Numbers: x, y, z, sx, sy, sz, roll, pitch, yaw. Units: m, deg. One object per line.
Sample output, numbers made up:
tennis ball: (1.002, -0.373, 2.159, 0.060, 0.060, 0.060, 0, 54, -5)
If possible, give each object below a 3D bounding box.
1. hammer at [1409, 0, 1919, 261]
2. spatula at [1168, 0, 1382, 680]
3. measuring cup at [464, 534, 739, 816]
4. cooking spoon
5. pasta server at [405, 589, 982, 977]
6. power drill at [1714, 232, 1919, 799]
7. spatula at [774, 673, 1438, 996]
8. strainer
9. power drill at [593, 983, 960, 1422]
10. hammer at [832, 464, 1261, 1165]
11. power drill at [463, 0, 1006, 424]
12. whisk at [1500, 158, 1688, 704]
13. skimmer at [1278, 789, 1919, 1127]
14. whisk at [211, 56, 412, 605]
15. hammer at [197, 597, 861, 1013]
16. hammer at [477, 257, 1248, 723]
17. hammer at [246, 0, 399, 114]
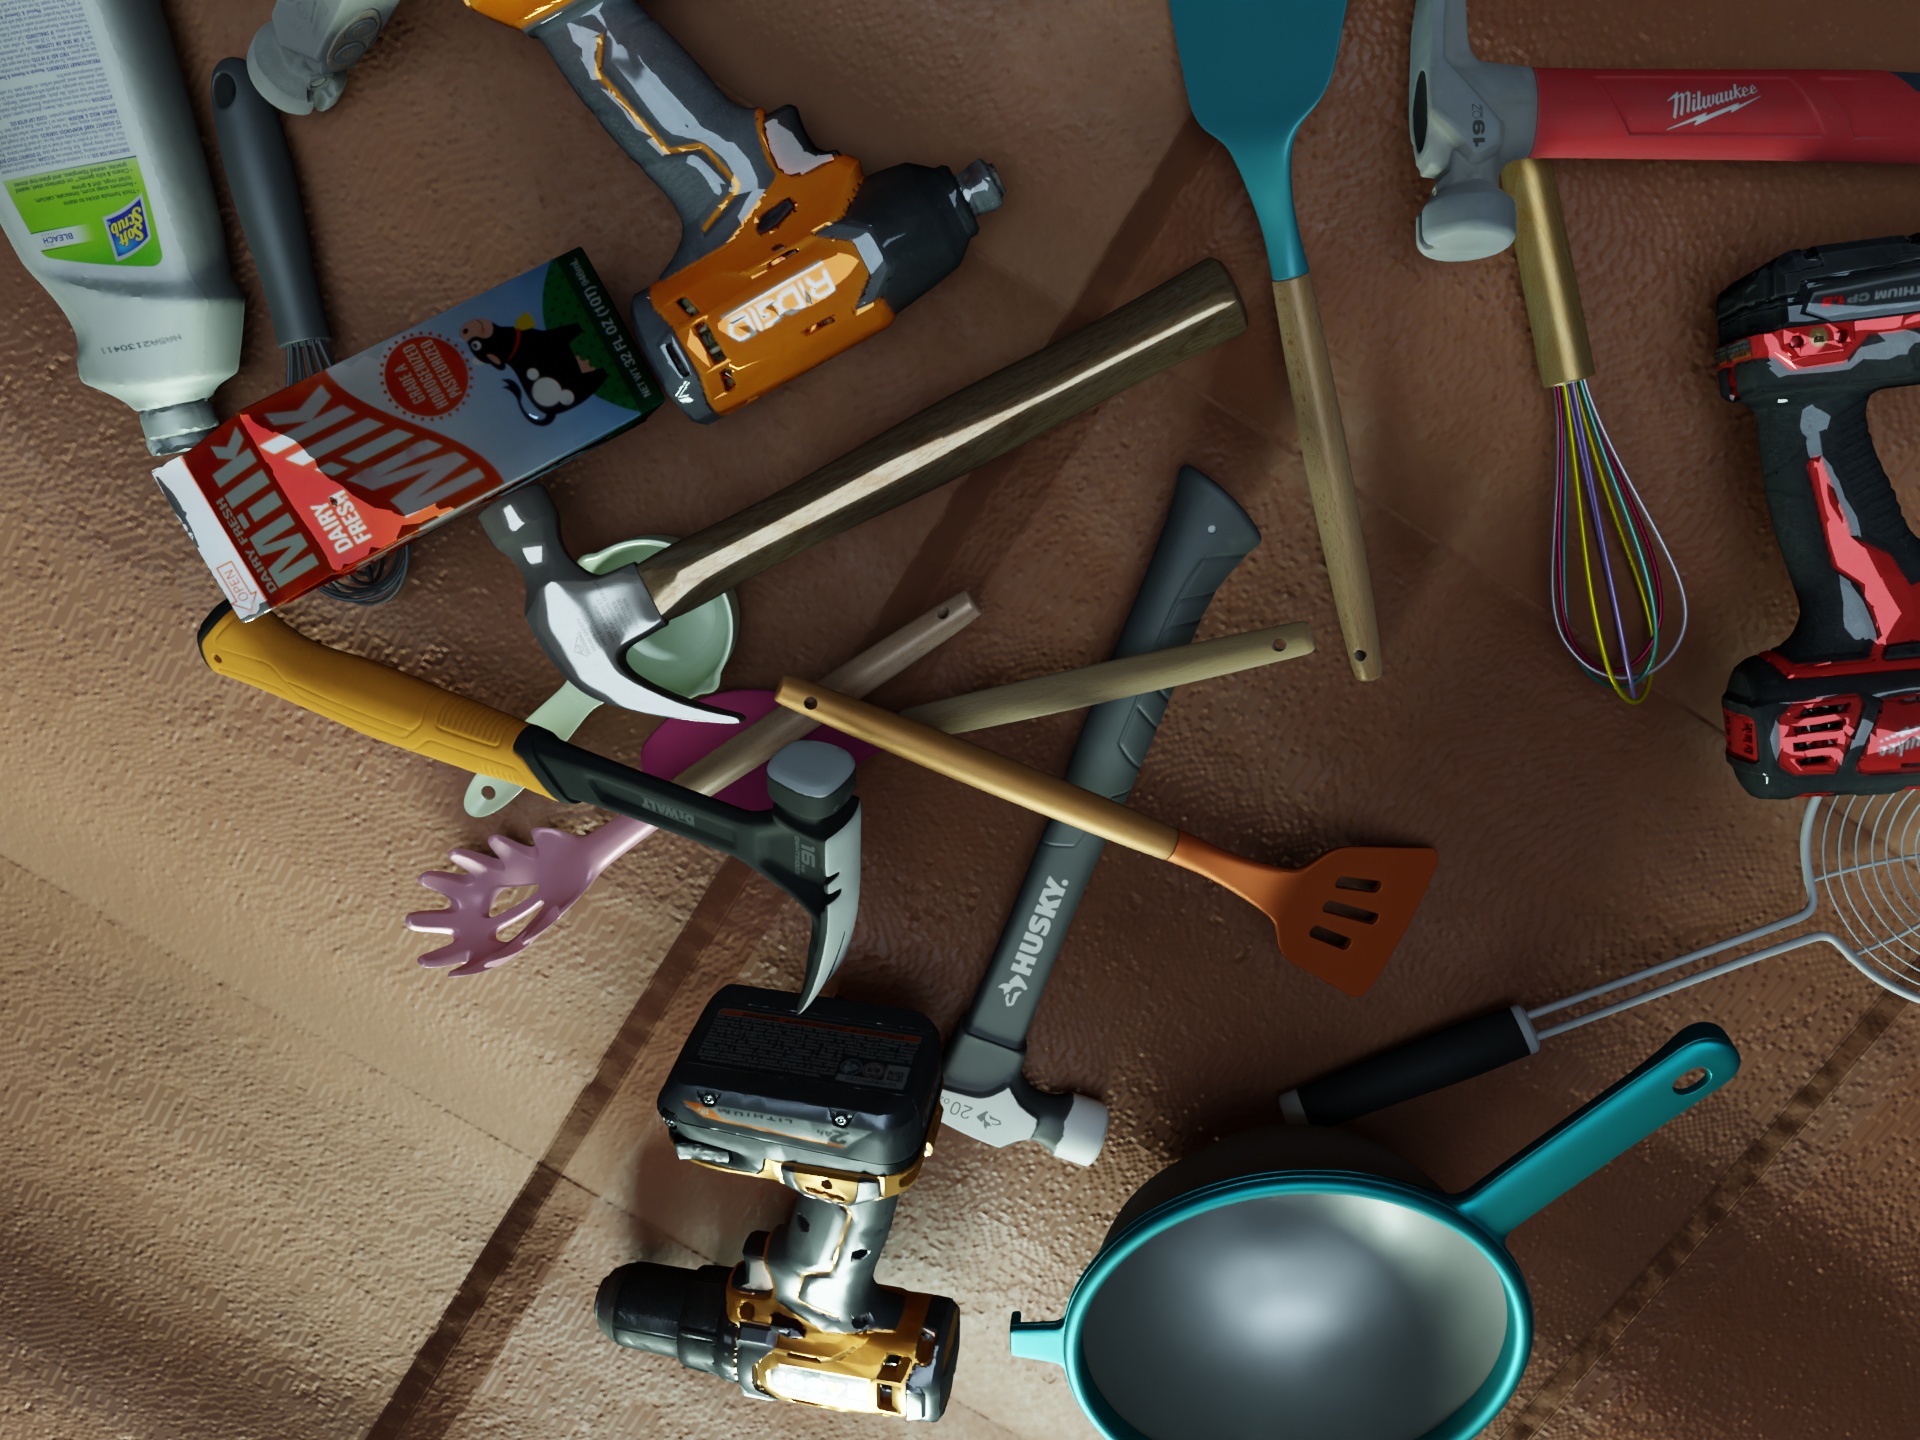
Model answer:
hammer: (0.375, -0.256, 0.634, 0.386, 0.038, 0.143, 1, 87, -1)
spatula: (0.151, -0.166, 0.677, 0.082, 0.044, 0.317, -3, 114, 31)
measuring cup: (-0.169, -0.017, 0.734, 0.083, 0.038, 0.167, 44, 105, -8)
cooking spoon: (-0.001, -0.002, 0.712, 0.319, 0.017, 0.069, -12, 91, 17)
pasta server: (-0.124, 0.028, 0.725, 0.316, 0.040, 0.060, -32, 67, 17)
power drill: (0.384, -0.080, 0.642, 0.143, 0.078, 0.219, -5, 95, 12)
spatula: (0.069, 0.044, 0.704, 0.322, 0.041, 0.081, 22, 101, -12)
strainer: (0.195, 0.222, 0.732, 0.211, 0.095, 0.340, 39, 112, -18)
power drill: (-0.093, 0.237, 0.760, 0.185, 0.084, 0.226, 6, 121, 10)
hammer: (0.052, 0.043, 0.738, 0.146, 0.035, 0.334, 20, 105, -3)
power drill: (-0.093, -0.256, 0.646, 0.164, 0.084, 0.226, -26, 106, 8)
whisk: (0.267, -0.125, 0.684, 0.047, 0.051, 0.245, -18, 100, -14)
skimmer: (0.312, 0.114, 0.714, 0.363, 0.090, 0.127, -24, 70, 11)
whisk: (-0.290, -0.167, 0.699, 0.055, 0.055, 0.239, -10, 99, 6)
hammer: (-0.195, 0.018, 0.691, 0.337, 0.034, 0.127, 19, 130, 19)
hammer: (-0.029, -0.105, 0.680, 0.331, 0.031, 0.130, -27, 96, 0)
hammer: (-0.334, -0.450, 0.598, 0.146, 0.038, 0.410, -21, 101, 51)
